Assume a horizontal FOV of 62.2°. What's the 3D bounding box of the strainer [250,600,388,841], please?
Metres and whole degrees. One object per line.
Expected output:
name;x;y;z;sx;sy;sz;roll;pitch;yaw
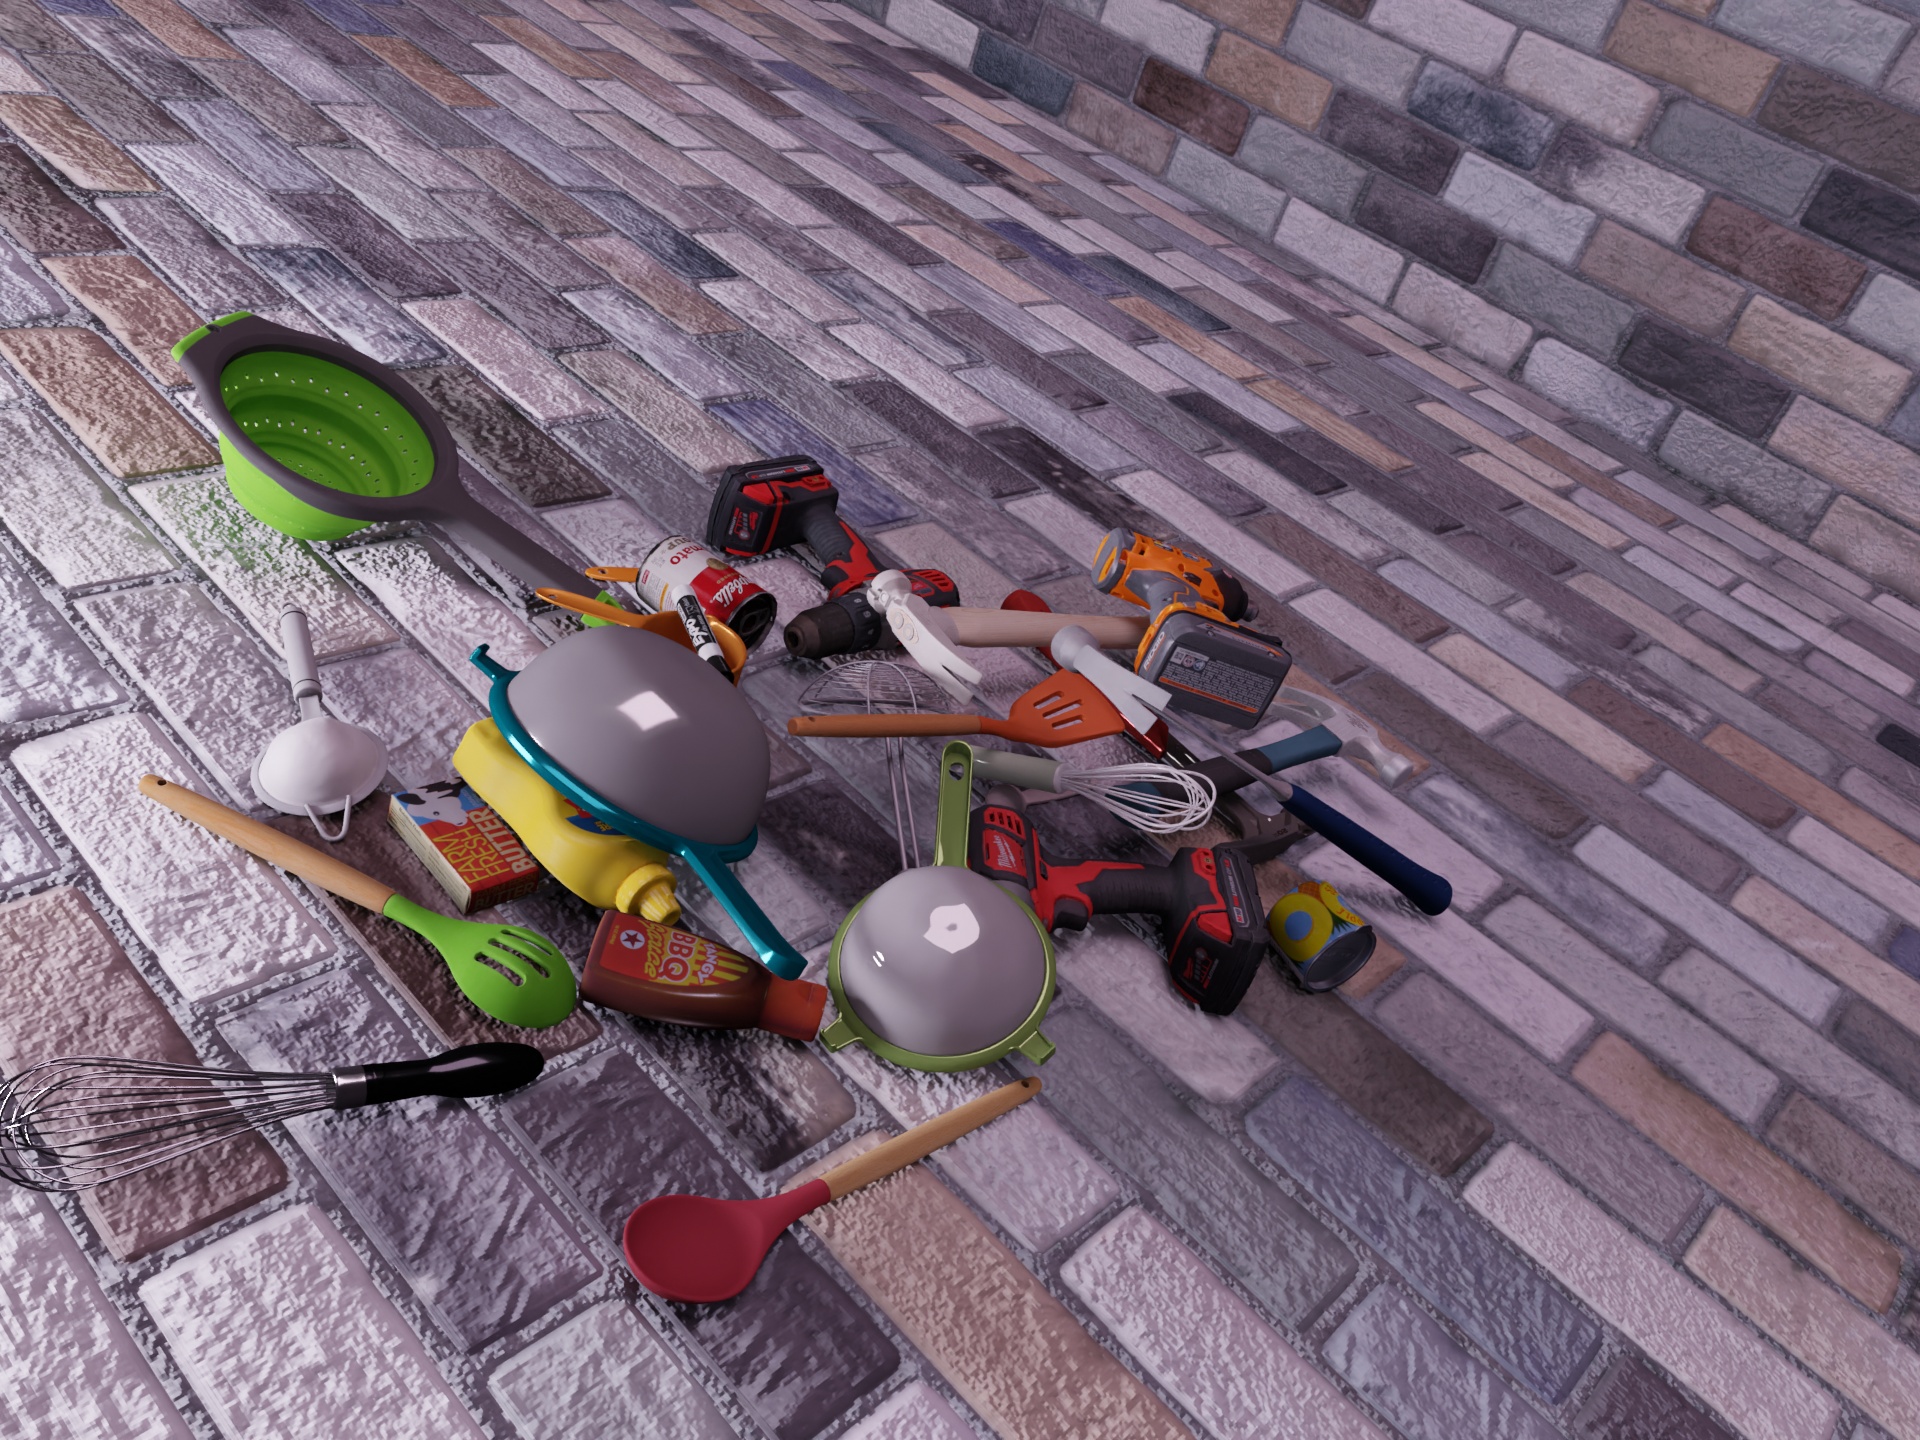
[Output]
strainer;-0.453;-0.015;1.101;0.087;0.050;0.259;-13;41;-20

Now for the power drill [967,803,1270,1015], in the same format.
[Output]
power drill;0.104;0.138;1.156;0.219;0.078;0.143;12;34;-9

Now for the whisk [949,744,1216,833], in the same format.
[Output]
whisk;0.086;0.045;1.228;0.246;0.057;0.059;10;48;37

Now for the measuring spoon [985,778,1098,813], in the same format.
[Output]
measuring spoon;0.071;0.054;1.306;0.124;0.018;0.034;-13;45;-41

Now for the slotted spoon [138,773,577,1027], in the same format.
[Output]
slotted spoon;-0.376;0.103;0.983;0.314;0.031;0.070;25;33;8

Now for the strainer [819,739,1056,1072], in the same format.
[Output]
strainer;-0.008;0.104;1.062;0.151;0.069;0.257;4;52;1

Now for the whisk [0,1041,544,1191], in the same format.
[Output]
whisk;-0.356;0.198;0.835;0.284;0.070;0.070;0;38;-36

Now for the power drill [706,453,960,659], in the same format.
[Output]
power drill;-0.132;-0.139;1.425;0.227;0.080;0.188;42;39;25

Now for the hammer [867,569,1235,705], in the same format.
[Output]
hammer;0.114;-0.074;1.425;0.410;0.038;0.146;-2;40;-41

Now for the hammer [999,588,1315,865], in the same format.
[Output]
hammer;0.150;0.000;1.414;0.149;0.036;0.359;-13;47;-41

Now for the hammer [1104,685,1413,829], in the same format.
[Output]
hammer;0.247;0.039;1.350;0.331;0.033;0.128;-14;48;-41

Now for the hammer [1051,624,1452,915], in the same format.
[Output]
hammer;0.248;0.054;1.247;0.405;0.035;0.144;32;8;-26

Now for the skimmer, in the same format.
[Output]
skimmer;-0.048;0.086;1.187;0.127;0.090;0.364;3;47;-15

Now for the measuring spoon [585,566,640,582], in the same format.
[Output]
measuring spoon;-0.270;-0.130;1.390;0.117;0.011;0.021;-2;39;-31

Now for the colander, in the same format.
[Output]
colander;-0.452;-0.165;1.288;0.397;0.094;0.205;36;31;-10

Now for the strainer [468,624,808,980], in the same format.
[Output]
strainer;-0.173;0.032;1.051;0.210;0.095;0.341;23;16;-47

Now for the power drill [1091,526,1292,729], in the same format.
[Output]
power drill;0.214;-0.085;1.410;0.164;0.084;0.227;17;27;-17

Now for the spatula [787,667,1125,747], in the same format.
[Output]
spatula;-0.002;-0.004;1.211;0.322;0.041;0.081;-1;41;-47

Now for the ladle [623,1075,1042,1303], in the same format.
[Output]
ladle;-0.061;0.263;0.927;0.315;0.031;0.069;-13;49;-44

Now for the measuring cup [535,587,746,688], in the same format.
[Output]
measuring cup;-0.257;-0.056;1.255;0.173;0.052;0.095;20;33;1
